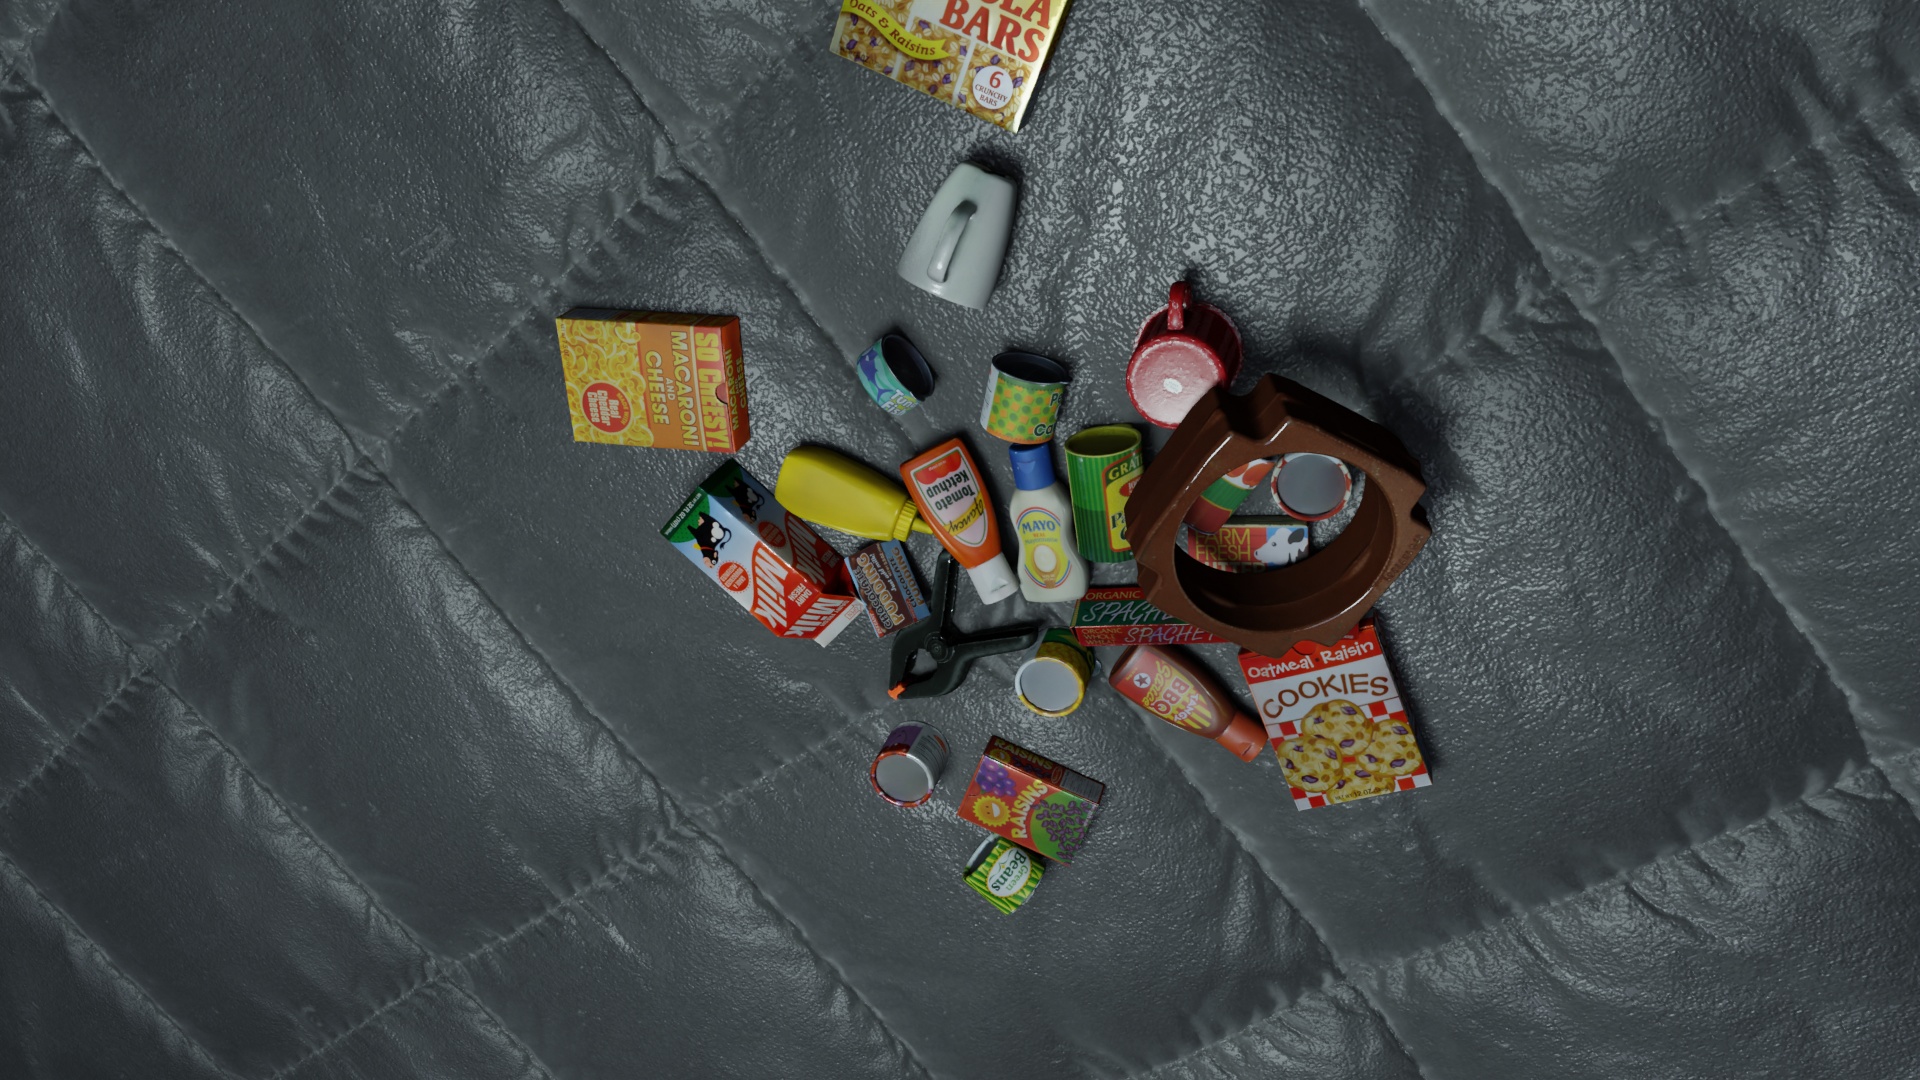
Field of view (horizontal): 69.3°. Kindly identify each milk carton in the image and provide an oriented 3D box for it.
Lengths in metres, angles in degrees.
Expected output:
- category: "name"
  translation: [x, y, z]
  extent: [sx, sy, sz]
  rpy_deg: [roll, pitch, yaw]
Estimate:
- category: "milk carton"
  translation: [-0.180, 0.020, 1.317]
  extent: [0.190, 0.074, 0.072]
  rpy_deg: [43, 119, -6]

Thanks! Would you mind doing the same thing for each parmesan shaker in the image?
- category: "parmesan shaker"
  translation: [0.130, -0.041, 1.198]
  extent: [0.071, 0.072, 0.102]
  rpy_deg: [-2, 117, 18]

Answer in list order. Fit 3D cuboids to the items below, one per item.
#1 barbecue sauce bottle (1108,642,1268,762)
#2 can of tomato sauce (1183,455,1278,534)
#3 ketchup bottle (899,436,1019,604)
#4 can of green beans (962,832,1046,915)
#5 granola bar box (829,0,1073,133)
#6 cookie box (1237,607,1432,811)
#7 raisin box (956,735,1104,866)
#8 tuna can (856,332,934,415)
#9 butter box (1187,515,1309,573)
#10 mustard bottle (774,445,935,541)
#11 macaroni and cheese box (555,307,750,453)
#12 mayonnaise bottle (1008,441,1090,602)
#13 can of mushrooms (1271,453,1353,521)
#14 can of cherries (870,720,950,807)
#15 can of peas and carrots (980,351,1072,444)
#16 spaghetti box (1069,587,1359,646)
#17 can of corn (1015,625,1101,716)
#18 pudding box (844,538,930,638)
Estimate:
- category: "barbecue sauce bottle"
  translation: [0.212, 0.147, 1.273]
  extent: [0.148, 0.044, 0.064]
  rpy_deg: [35, 118, -1]
- category: "can of tomato sauce"
  translation: [0.216, -0.057, 1.165]
  extent: [0.071, 0.071, 0.082]
  rpy_deg: [36, 119, -2]
- category: "ketchup bottle"
  translation: [0.004, -0.016, 1.246]
  extent: [0.065, 0.043, 0.148]
  rpy_deg: [-28, 98, -4]
- category: "can of green beans"
  translation: [0.044, 0.333, 1.399]
  extent: [0.058, 0.071, 0.071]
  rpy_deg: [40, 119, -4]
- category: "granola bar box"
  translation: [-0.005, -0.410, 1.081]
  extent: [0.165, 0.039, 0.123]
  rpy_deg: [25, 120, 5]
- category: "cookie box"
  translation: [0.335, 0.153, 1.240]
  extent: [0.123, 0.040, 0.167]
  rpy_deg: [-17, 108, 23]
- category: "raisin box"
  translation: [0.069, 0.258, 1.372]
  extent: [0.123, 0.040, 0.085]
  rpy_deg: [24, 120, 6]
- category: "tuna can"
  translation: [-0.056, -0.142, 1.205]
  extent: [0.032, 0.071, 0.071]
  rpy_deg: [-34, 101, 29]
- category: "butter box"
  translation: [0.250, 0.006, 1.207]
  extent: [0.103, 0.024, 0.053]
  rpy_deg: [0, 114, 17]
- category: "mustard bottle"
  translation: [-0.089, -0.034, 1.278]
  extent: [0.160, 0.049, 0.065]
  rpy_deg: [23, 117, 5]
- category: "macaroni and cheese box"
  translation: [-0.284, -0.148, 1.289]
  extent: [0.166, 0.040, 0.123]
  rpy_deg: [5, 116, 15]
- category: "mayonnaise bottle"
  translation: [0.074, -0.018, 1.240]
  extent: [0.065, 0.041, 0.147]
  rpy_deg: [-4, 113, 20]
- category: "can of mushrooms"
  translation: [0.294, -0.049, 1.162]
  extent: [0.071, 0.033, 0.070]
  rpy_deg: [6, 115, 13]
- category: "can of cherries"
  translation: [-0.052, 0.224, 1.382]
  extent: [0.071, 0.059, 0.071]
  rpy_deg: [6, 116, 14]
- category: "can of peas and carrots"
  translation: [0.056, -0.121, 1.182]
  extent: [0.071, 0.071, 0.058]
  rpy_deg: [17, 119, 9]
- category: "spaghetti box"
  translation: [0.223, 0.064, 1.222]
  extent: [0.250, 0.050, 0.028]
  rpy_deg: [-3, 133, 20]
- category: "can of corn"
  translation: [0.091, 0.123, 1.291]
  extent: [0.071, 0.058, 0.070]
  rpy_deg: [7, 116, 14]
- category: "pudding box"
  translation: [-0.069, 0.043, 1.302]
  extent: [0.049, 0.030, 0.083]
  rpy_deg: [-25, 86, 36]
